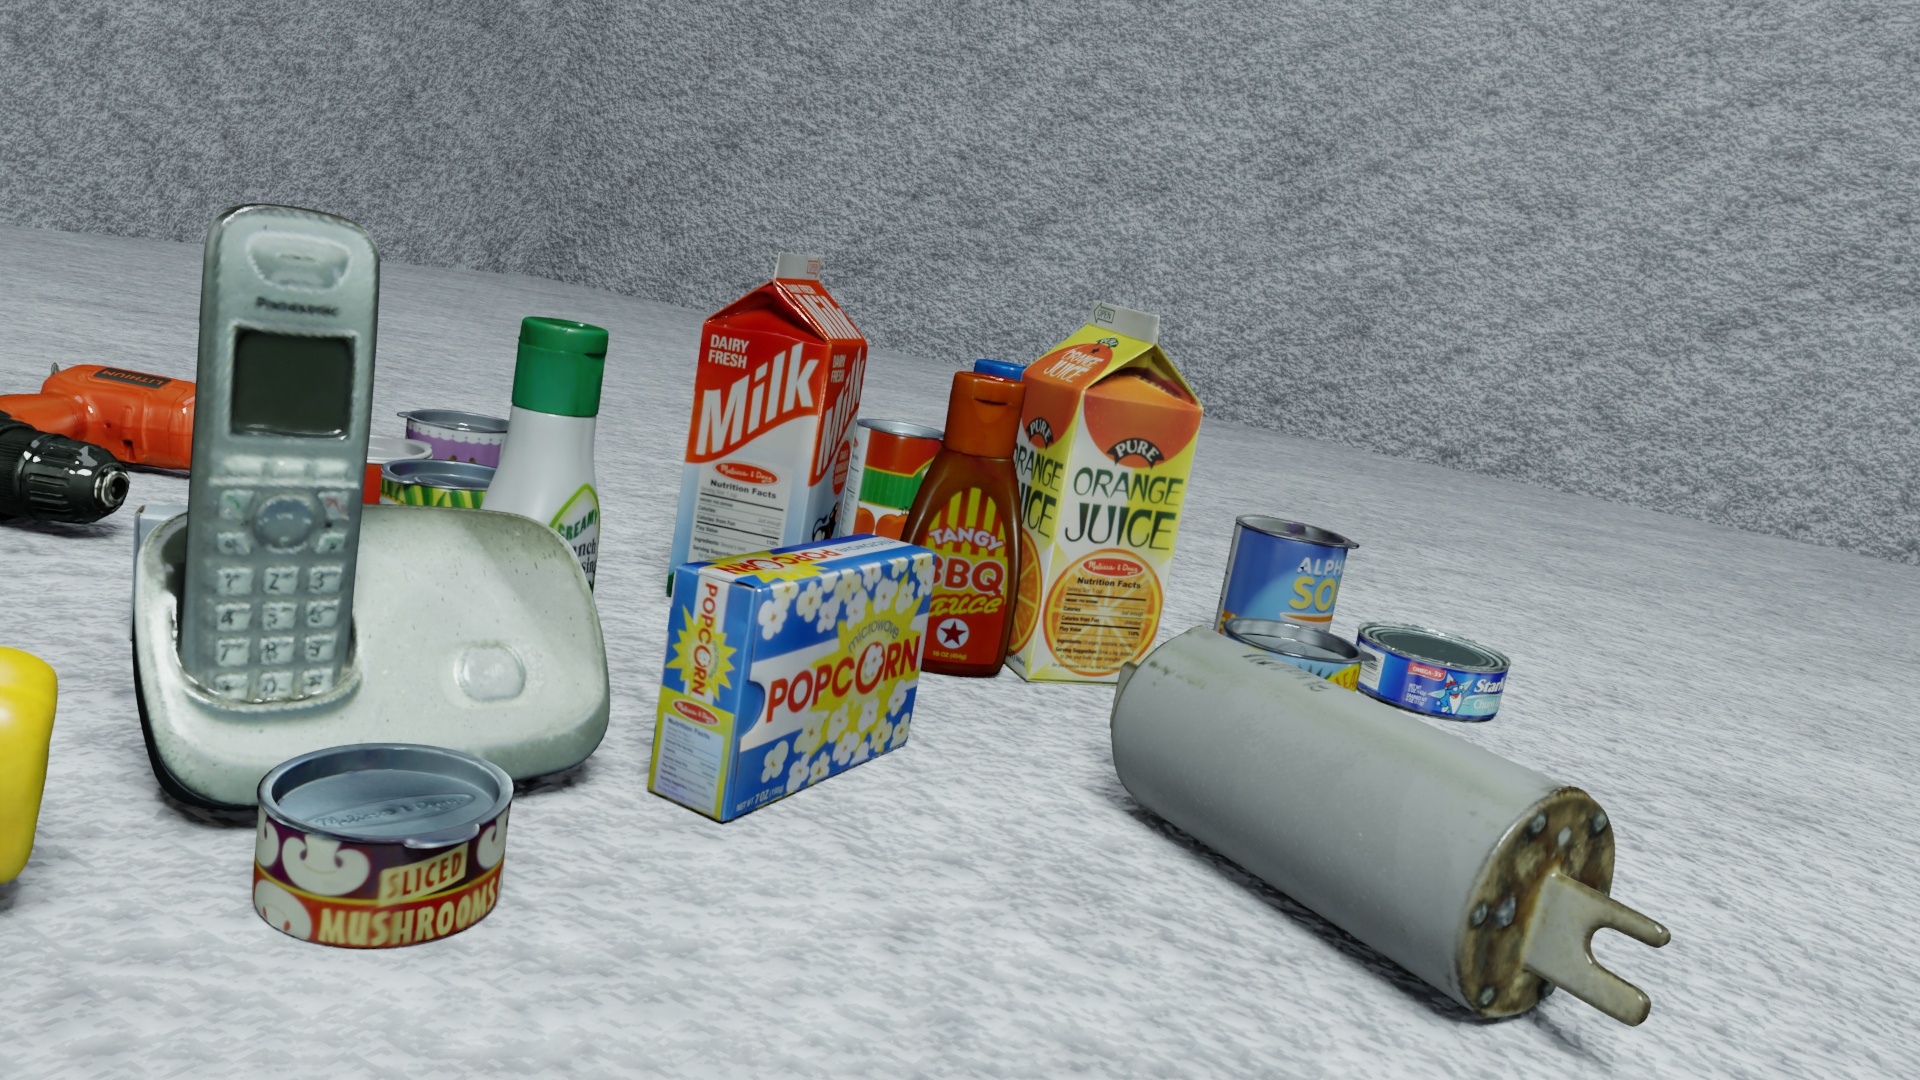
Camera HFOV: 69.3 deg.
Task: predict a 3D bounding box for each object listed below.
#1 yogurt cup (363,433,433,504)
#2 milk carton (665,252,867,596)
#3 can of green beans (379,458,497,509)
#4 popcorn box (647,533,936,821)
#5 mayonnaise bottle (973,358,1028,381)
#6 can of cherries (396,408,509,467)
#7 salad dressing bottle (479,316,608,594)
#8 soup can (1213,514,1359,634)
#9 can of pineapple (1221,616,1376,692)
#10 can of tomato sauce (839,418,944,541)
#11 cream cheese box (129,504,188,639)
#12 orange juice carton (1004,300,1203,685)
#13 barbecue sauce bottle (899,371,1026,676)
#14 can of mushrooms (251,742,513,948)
[{"bbox_3d":[-0.322,-0.026,0.746,0.072,0.053,0.072,9,11,-2],"label":"yogurt cup"},{"bbox_3d":[-0.101,-0.060,0.754,0.073,0.190,0.072,12,11,10],"label":"milk carton"},{"bbox_3d":[-0.256,-0.006,0.693,0.071,0.057,0.071,9,11,-2],"label":"can of green beans"},{"bbox_3d":[-0.060,0.047,0.530,0.038,0.085,0.127,15,12,26],"label":"popcorn box"},{"bbox_3d":[0.014,-0.030,0.813,0.065,0.147,0.041,2,13,-35],"label":"mayonnaise bottle"},{"bbox_3d":[-0.307,-0.046,0.844,0.071,0.058,0.071,9,11,-2],"label":"can of cherries"},{"bbox_3d":[-0.181,-0.022,0.605,0.044,0.147,0.064,13,11,17],"label":"salad dressing bottle"},{"bbox_3d":[0.187,0.034,0.806,0.071,0.083,0.071,9,11,-2],"label":"soup can"},{"bbox_3d":[0.151,0.073,0.648,0.071,0.057,0.071,9,11,-2],"label":"can of pineapple"},{"bbox_3d":[-0.044,-0.038,0.966,0.071,0.083,0.071,9,11,-2],"label":"can of tomato sauce"},{"bbox_3d":[-0.282,0.016,0.574,0.104,0.053,0.024,4,12,-25],"label":"cream cheese box"},{"bbox_3d":[0.069,-0.027,0.727,0.073,0.192,0.072,5,12,-23],"label":"orange juice carton"},{"bbox_3d":[0.002,-0.009,0.695,0.065,0.148,0.044,8,11,-7],"label":"barbecue sauce bottle"},{"bbox_3d":[-0.160,0.084,0.388,0.071,0.033,0.071,9,11,-2],"label":"can of mushrooms"}]
